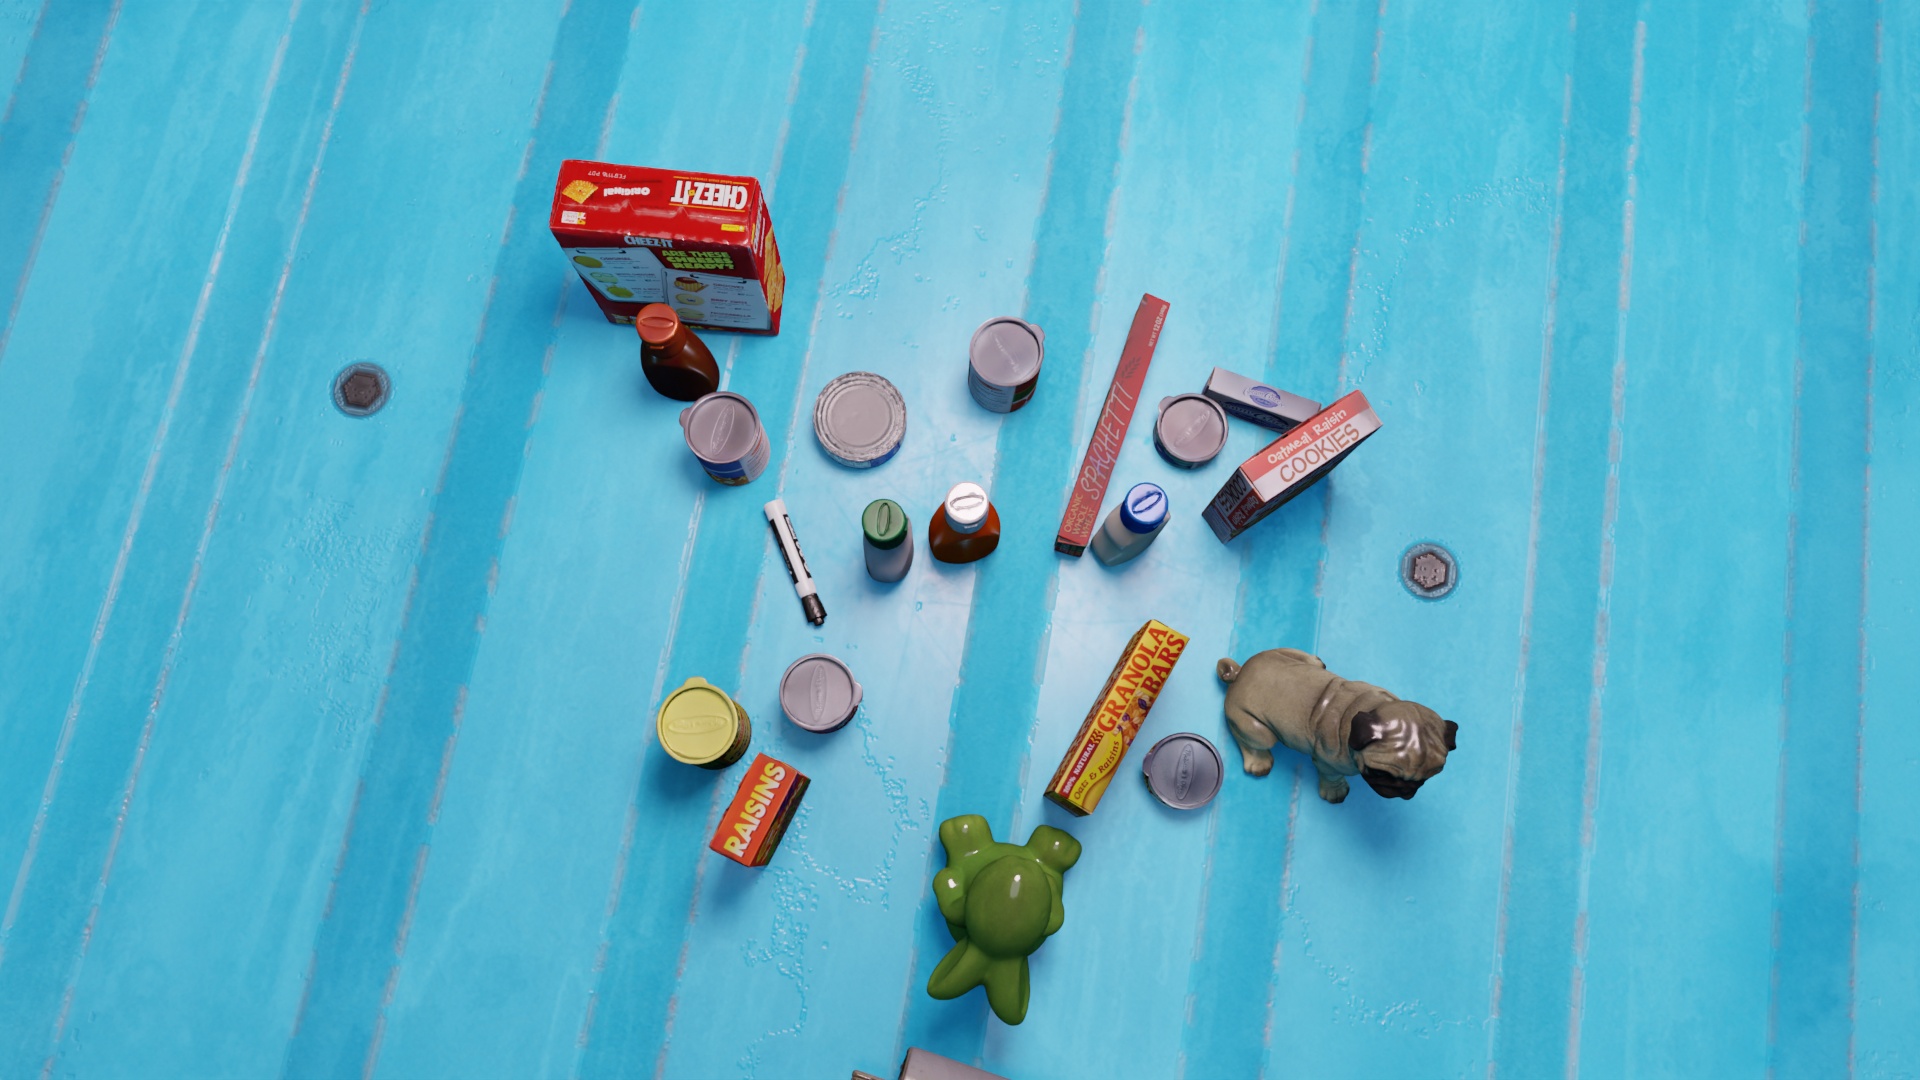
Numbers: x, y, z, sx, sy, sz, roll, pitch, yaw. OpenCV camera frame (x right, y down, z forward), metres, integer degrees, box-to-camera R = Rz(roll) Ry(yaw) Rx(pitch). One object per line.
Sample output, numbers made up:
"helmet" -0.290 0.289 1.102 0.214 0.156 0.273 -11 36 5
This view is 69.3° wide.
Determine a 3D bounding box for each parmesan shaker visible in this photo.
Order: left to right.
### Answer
"parmesan shaker" -0.215 0.157 1.179 0.071 0.103 0.071 0 78 -1

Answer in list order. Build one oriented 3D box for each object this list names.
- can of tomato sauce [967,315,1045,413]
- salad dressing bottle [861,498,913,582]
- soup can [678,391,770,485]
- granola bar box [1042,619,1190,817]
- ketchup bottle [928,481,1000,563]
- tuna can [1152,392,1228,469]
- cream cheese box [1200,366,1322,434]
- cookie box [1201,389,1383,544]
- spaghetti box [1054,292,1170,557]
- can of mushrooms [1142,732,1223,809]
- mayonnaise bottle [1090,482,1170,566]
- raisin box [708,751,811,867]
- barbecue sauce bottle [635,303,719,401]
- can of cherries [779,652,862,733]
"can of tomato sauce" 0.041 -0.160 1.267 0.071 0.083 0.071 0 78 -1
"salad dressing bottle" -0.063 -0.002 1.196 0.044 0.147 0.064 7 78 0
"soup can" -0.210 -0.091 1.245 0.071 0.083 0.071 0 78 -1
"granola bar box" 0.129 0.152 1.177 0.039 0.124 0.166 30 79 5
"ketchup bottle" 0.004 -0.015 1.199 0.065 0.148 0.043 -11 78 -4
"tuna can" 0.210 -0.102 1.283 0.071 0.032 0.071 0 77 -1
"cream cheese box" 0.274 -0.126 1.279 0.104 0.053 0.024 20 78 3
"cookie box" 0.283 -0.061 1.207 0.123 0.167 0.040 -33 81 -8
"spaghetti box" 0.139 -0.105 1.273 0.029 0.050 0.250 19 78 3
"can of mushrooms" 0.192 0.201 1.214 0.071 0.033 0.071 0 77 -1
"mayonnaise bottle" 0.151 -0.016 1.203 0.065 0.147 0.041 -32 80 -8
"raisin box" -0.164 0.224 1.154 0.040 0.123 0.086 27 79 4
"barbecue sauce bottle" -0.254 -0.165 1.227 0.065 0.148 0.044 4 78 0
"can of cherries" -0.119 0.135 1.209 0.071 0.058 0.071 0 78 -1
